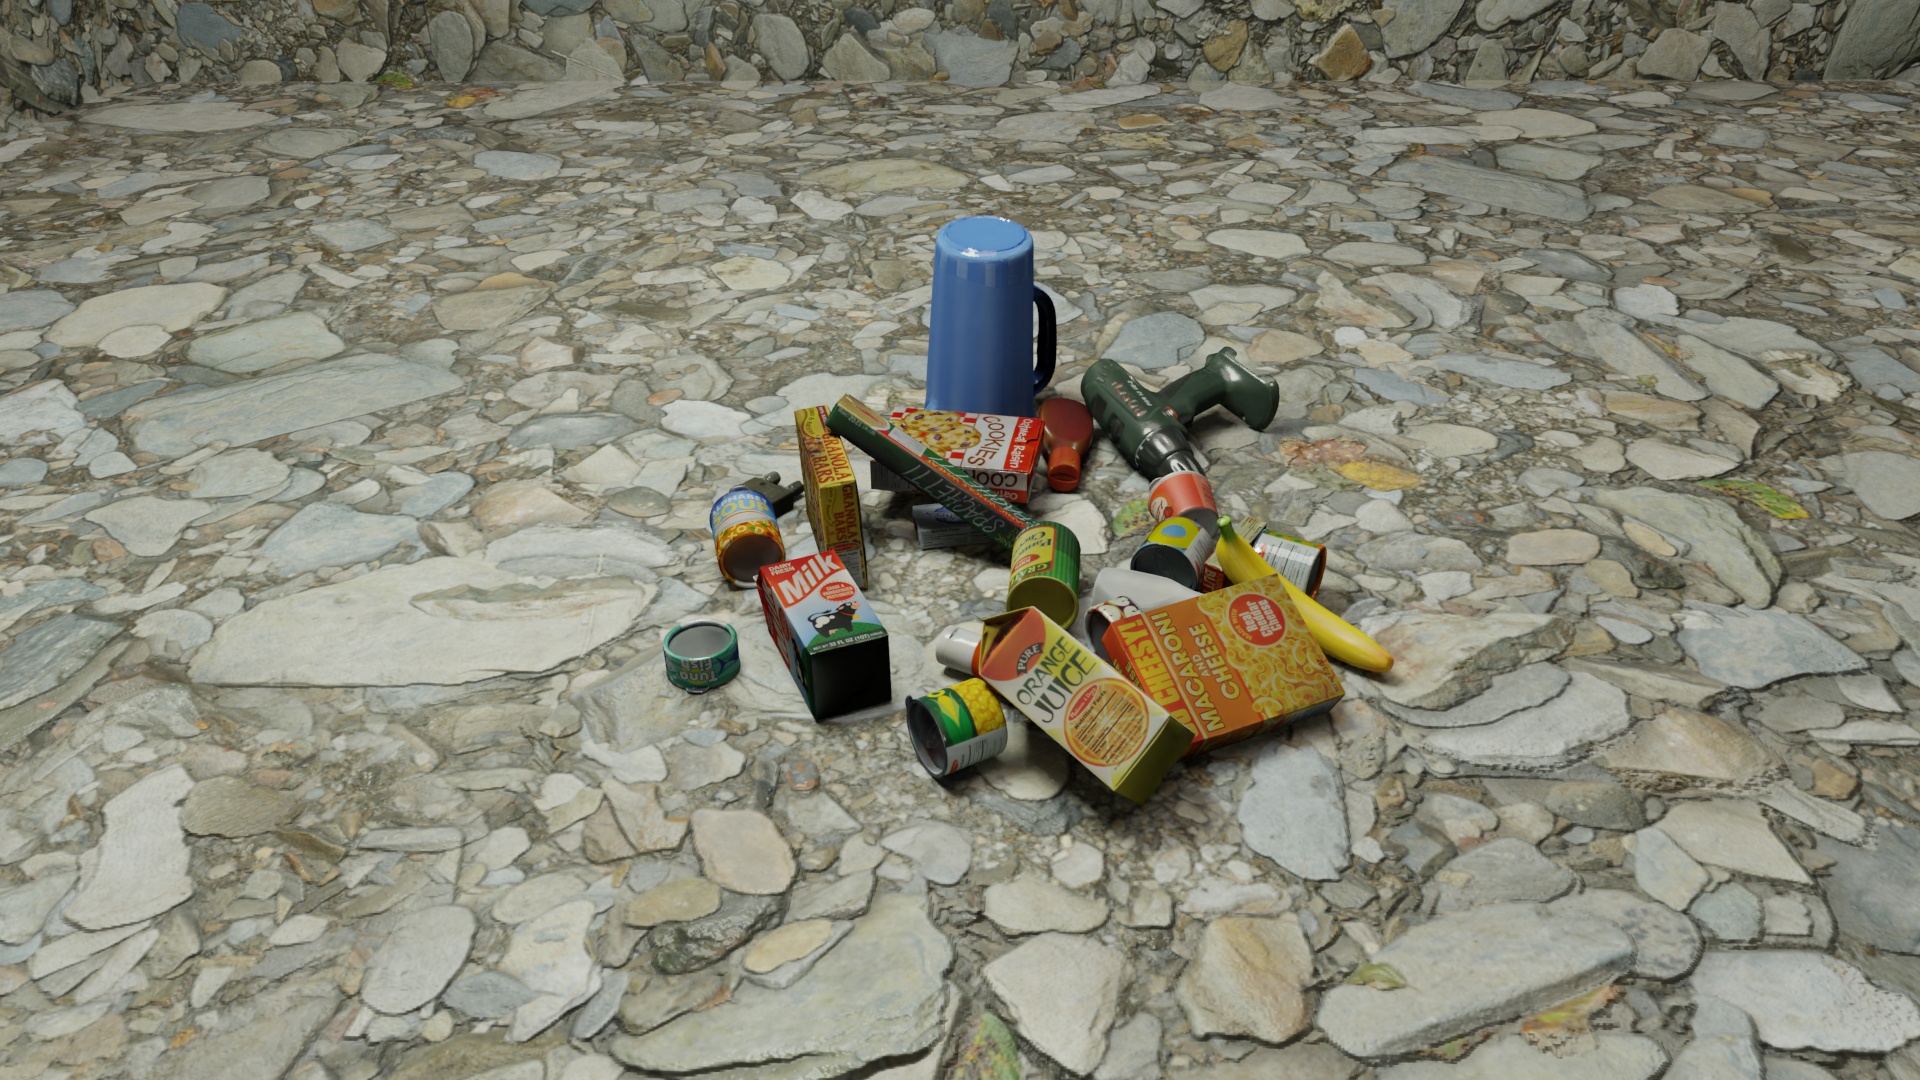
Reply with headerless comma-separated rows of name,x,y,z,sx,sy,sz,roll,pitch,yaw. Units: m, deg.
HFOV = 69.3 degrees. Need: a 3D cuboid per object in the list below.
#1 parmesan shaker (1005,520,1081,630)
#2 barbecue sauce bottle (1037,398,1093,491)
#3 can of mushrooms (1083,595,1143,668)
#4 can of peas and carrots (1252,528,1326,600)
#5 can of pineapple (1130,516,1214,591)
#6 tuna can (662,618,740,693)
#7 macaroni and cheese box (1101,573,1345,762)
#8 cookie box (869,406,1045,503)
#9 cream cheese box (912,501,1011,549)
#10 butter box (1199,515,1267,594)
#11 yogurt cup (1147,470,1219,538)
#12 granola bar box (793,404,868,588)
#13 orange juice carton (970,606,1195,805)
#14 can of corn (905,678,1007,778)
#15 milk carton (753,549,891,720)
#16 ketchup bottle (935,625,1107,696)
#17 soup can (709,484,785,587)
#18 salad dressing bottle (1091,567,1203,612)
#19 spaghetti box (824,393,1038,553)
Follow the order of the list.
parmesan shaker,0.077,0.036,1.306,0.071,0.071,0.103,2,31,5
barbecue sauce bottle,0.117,-0.108,1.555,0.065,0.043,0.149,10,33,-1
can of mushrooms,0.139,0.085,1.220,0.033,0.070,0.071,-17,35,-23
can of peas and carrots,0.308,0.029,1.312,0.059,0.070,0.071,17,36,26
can of pineapple,0.201,0.018,1.328,0.071,0.070,0.058,14,34,22
tuna can,-0.230,0.102,1.233,0.071,0.032,0.071,-1,31,0
macaroni and cheese box,0.219,0.107,1.165,0.167,0.040,0.124,-14,62,-20
cookie box,-0.001,-0.093,1.478,0.167,0.040,0.123,5,33,8
cream cheese box,0.005,-0.018,1.430,0.104,0.024,0.053,-6,33,-7
butter box,0.261,0.023,1.332,0.024,0.052,0.104,20,38,26
yogurt cup,0.229,-0.029,1.408,0.072,0.072,0.054,-6,40,-8
granola bar box,-0.129,-0.043,1.380,0.039,0.123,0.166,-10,33,-10
orange juice carton,0.086,0.119,1.107,0.193,0.071,0.073,38,90,32
can of corn,-0.004,0.148,1.119,0.058,0.070,0.071,-17,35,-26
milk carton,-0.128,0.071,1.242,0.072,0.073,0.191,-13,33,-18
ketchup bottle,0.051,0.111,1.202,0.149,0.043,0.065,16,41,26
soup can,-0.211,-0.004,1.368,0.071,0.071,0.084,-8,32,-12
salad dressing bottle,0.197,0.063,1.279,0.148,0.043,0.064,12,33,17
spaghetti box,-0.021,-0.061,1.375,0.250,0.028,0.050,34,19,-3
